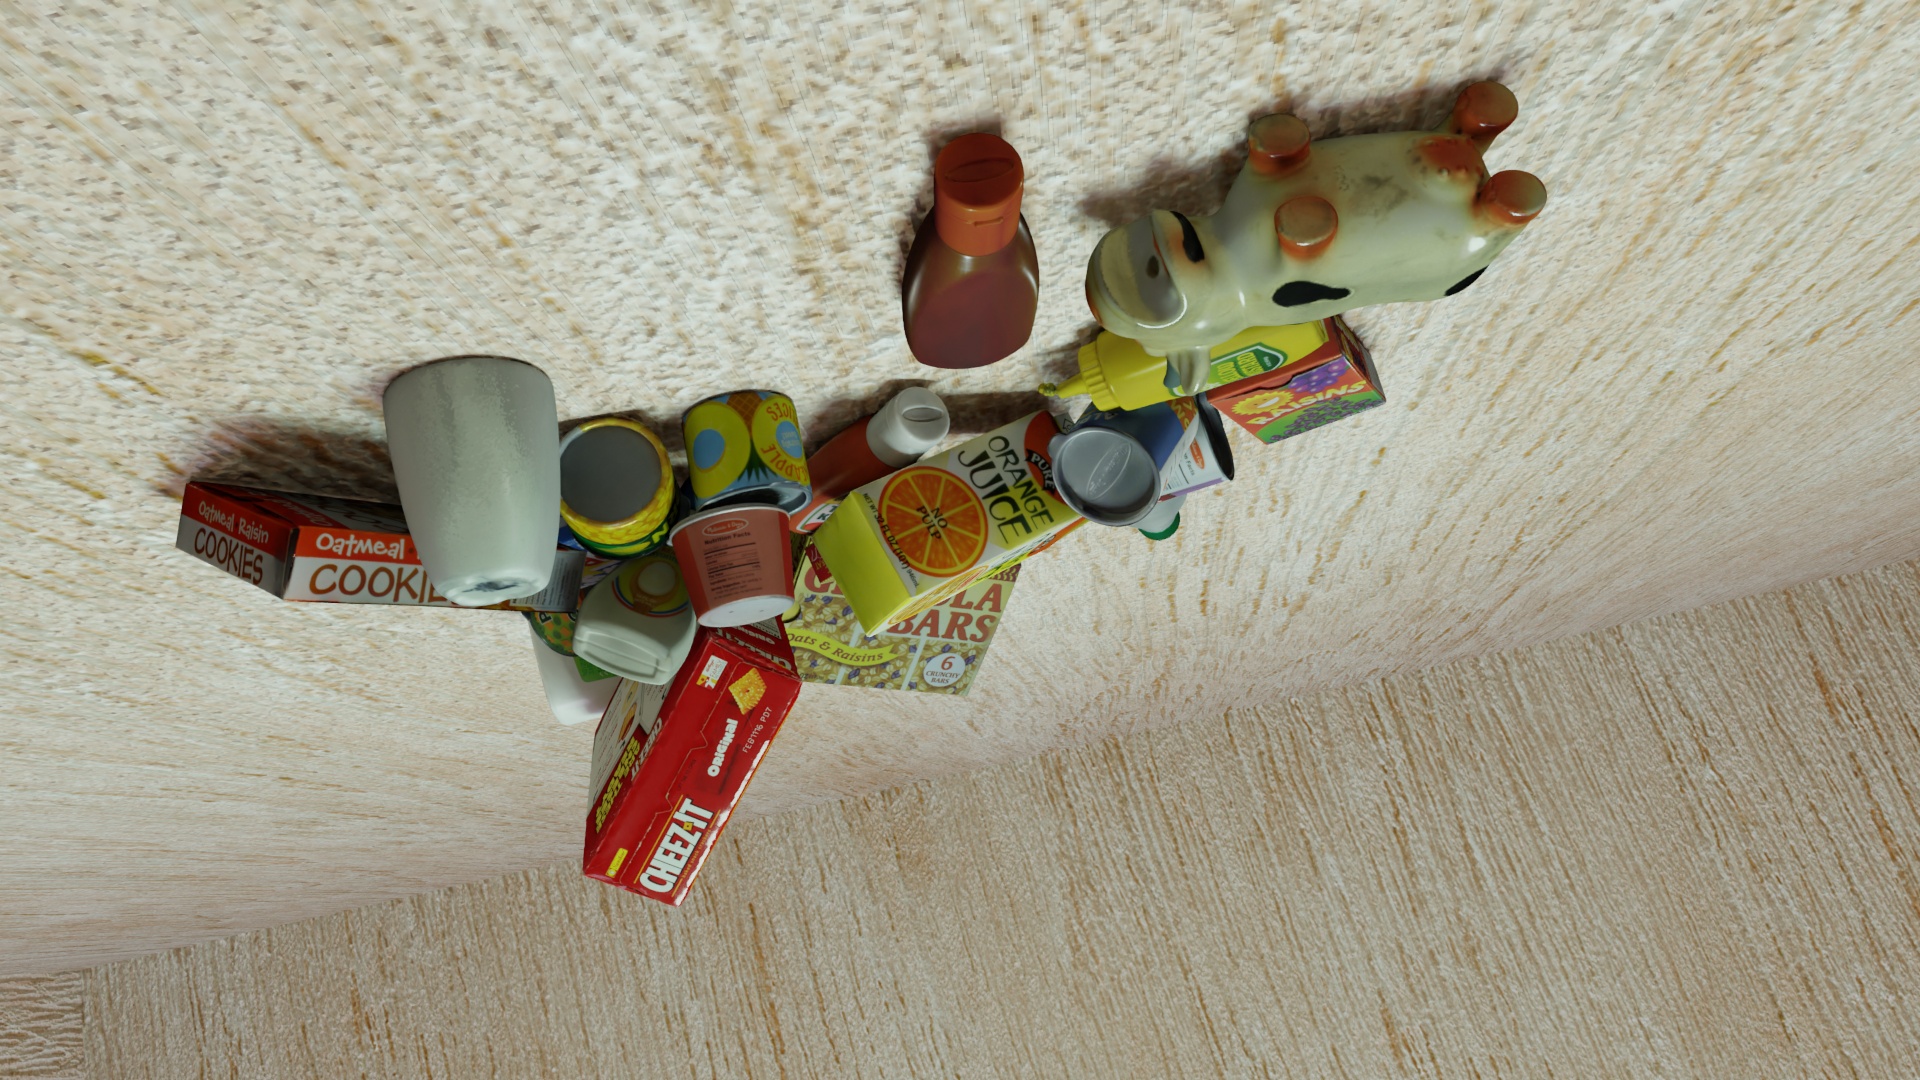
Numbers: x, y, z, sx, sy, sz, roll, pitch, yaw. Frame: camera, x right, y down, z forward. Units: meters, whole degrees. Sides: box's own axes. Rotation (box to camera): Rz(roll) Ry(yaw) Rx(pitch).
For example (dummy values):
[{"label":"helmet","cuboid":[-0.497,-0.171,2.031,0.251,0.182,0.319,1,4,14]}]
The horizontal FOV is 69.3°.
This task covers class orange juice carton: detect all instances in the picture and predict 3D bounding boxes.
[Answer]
[{"label":"orange juice carton","cuboid":[0.013,-0.019,0.846,0.193,0.072,0.072,-25,171,-33]}]

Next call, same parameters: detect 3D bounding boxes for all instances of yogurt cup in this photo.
[{"label":"yogurt cup","cuboid":[-0.124,0.015,0.775,0.072,0.054,0.072,-13,165,-4]}]

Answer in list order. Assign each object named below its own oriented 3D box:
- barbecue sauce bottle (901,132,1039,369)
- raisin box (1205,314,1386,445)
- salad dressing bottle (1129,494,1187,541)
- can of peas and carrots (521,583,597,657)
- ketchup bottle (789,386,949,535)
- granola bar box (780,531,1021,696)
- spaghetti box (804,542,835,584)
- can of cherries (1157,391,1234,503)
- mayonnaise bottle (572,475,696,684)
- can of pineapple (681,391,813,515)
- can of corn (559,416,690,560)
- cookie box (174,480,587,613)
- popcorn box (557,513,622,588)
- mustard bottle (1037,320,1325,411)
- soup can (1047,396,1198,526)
[{"label":"barbecue sauce bottle","cuboid":[0.006,-0.126,0.622,0.065,0.044,0.148,-11,164,-5]},{"label":"raisin box","cuboid":[0.210,-0.102,0.874,0.086,0.040,0.123,-19,163,24]},{"label":"salad dressing bottle","cuboid":[0.145,-0.031,1.070,0.064,0.044,0.147,-19,165,9]},{"label":"can of peas and carrots","cuboid":[-0.258,0.041,0.964,0.058,0.071,0.071,-24,161,34]},{"label":"ketchup bottle","cuboid":[-0.058,-0.048,0.850,0.065,0.043,0.148,-7,164,-33]},{"label":"granola bar box","cuboid":[-0.053,0.049,1.010,0.166,0.039,0.123,8,119,-25]},{"label":"spaghetti box","cuboid":[0.003,-0.012,0.963,0.251,0.029,0.050,-13,169,-47]},{"label":"can of cherries","cuboid":[0.142,-0.063,0.913,0.058,0.071,0.071,-19,163,21]},{"label":"mayonnaise bottle","cuboid":[-0.172,0.016,0.817,0.065,0.149,0.041,21,132,-3]},{"label":"can of pineapple","cuboid":[-0.119,-0.045,0.781,0.071,0.058,0.071,-12,165,-3]},{"label":"can of corn","cuboid":[-0.188,-0.028,0.770,0.071,0.071,0.058,-10,164,-8]},{"label":"cookie box","cuboid":[-0.309,0.004,0.748,0.123,0.040,0.167,14,-176,38]},{"label":"popcorn box","cuboid":[-0.254,0.002,0.881,0.126,0.038,0.085,-18,164,20]},{"label":"mustard bottle","cuboid":[0.119,-0.105,0.772,0.160,0.049,0.065,-18,162,20]},{"label":"soup can","cuboid":[0.097,-0.059,0.828,0.071,0.071,0.084,-25,-162,38]}]
